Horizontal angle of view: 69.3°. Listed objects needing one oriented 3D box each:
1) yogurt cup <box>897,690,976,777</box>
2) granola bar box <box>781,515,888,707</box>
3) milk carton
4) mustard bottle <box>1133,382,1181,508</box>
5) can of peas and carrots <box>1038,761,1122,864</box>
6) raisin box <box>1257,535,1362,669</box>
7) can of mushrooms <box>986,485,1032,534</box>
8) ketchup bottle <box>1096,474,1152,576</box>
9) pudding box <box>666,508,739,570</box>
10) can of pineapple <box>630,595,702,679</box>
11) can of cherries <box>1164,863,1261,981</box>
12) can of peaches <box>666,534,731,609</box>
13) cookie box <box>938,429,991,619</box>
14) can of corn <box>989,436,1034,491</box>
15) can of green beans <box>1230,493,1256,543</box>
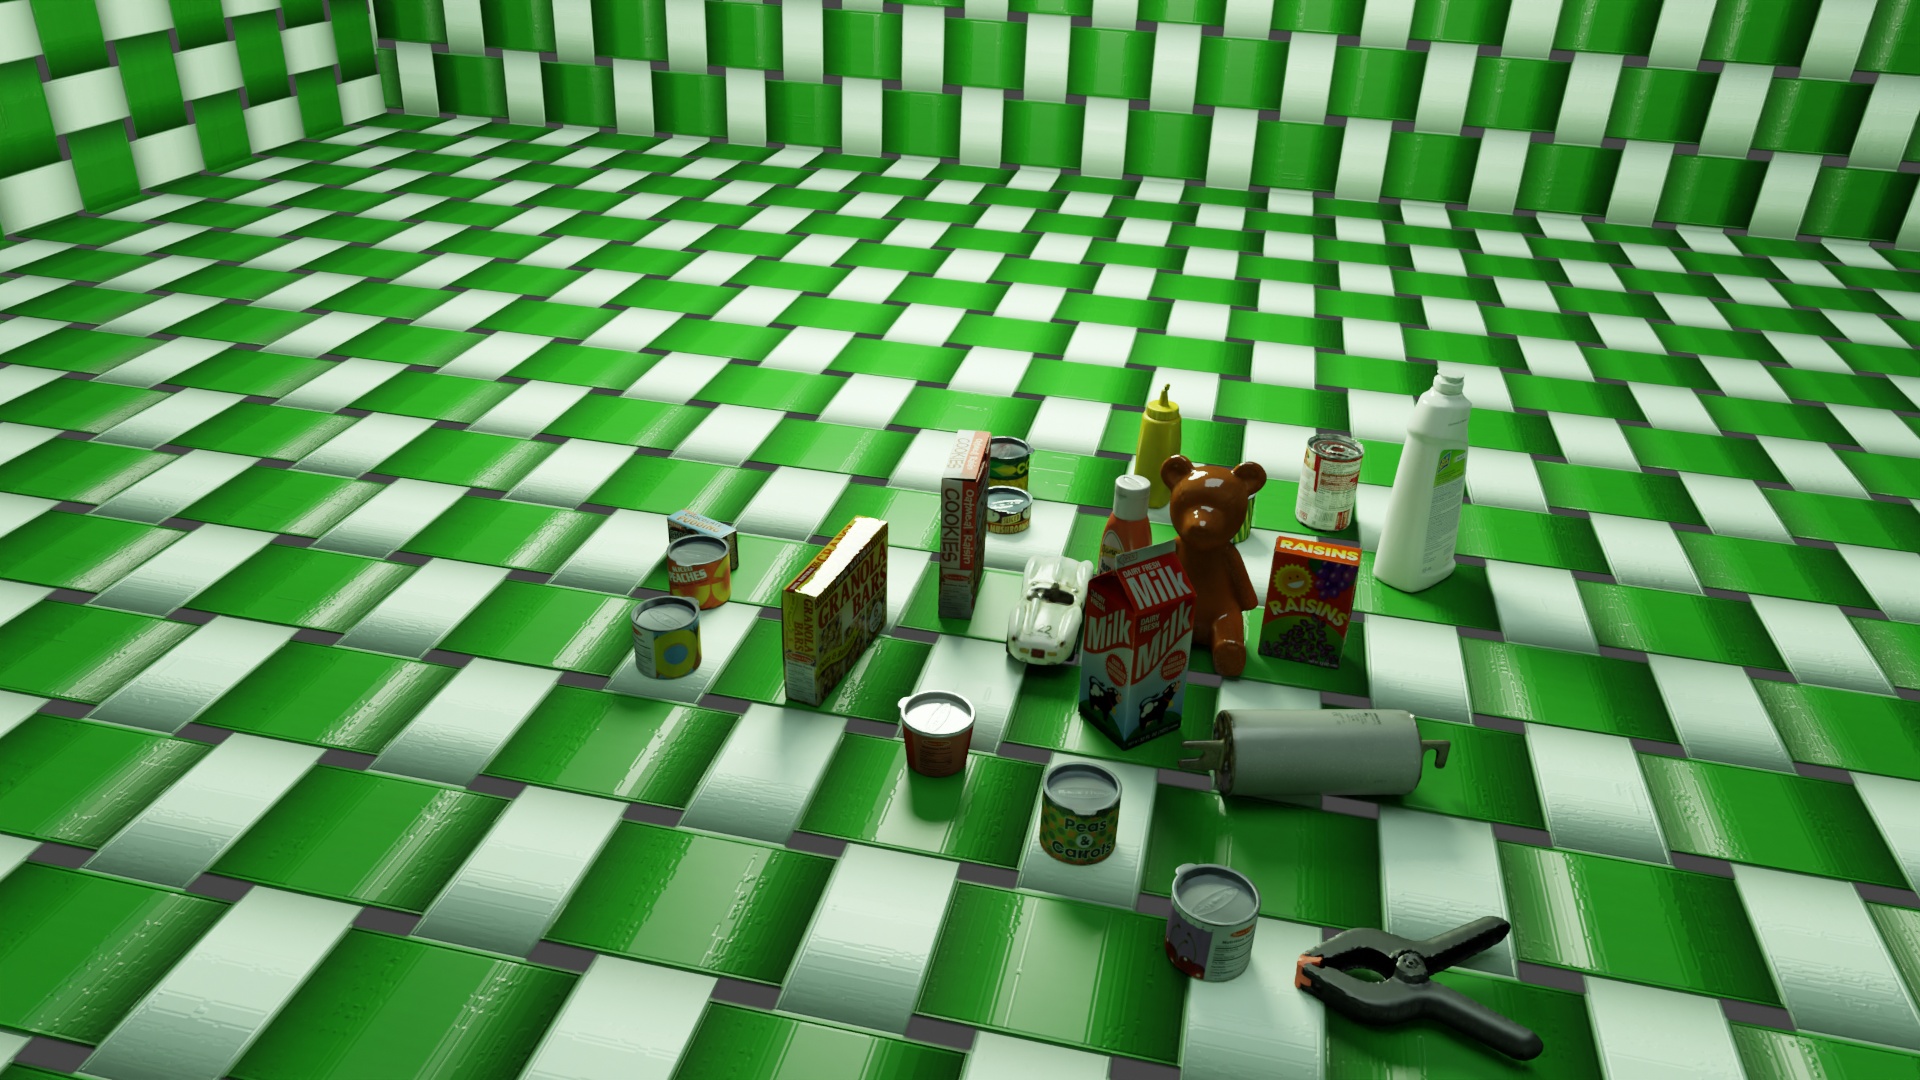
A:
[{"bbox_3d":[-0.021,0.175,1.247,0.072,0.053,0.073,2,28,-1],"label":"yogurt cup"},{"bbox_3d":[-0.122,0.066,1.366,0.039,0.123,0.166,12,30,17],"label":"granola bar box"},{"bbox_3d":[0.162,0.089,1.277,0.072,0.189,0.073,-15,33,-29],"label":"milk carton"},{"bbox_3d":[0.244,-0.121,1.701,0.049,0.159,0.065,15,31,22],"label":"mustard bottle"},{"bbox_3d":[0.100,0.228,1.154,0.071,0.058,0.071,2,28,-1],"label":"can of peas and carrots"},{"bbox_3d":[0.354,0.062,1.411,0.086,0.122,0.040,11,29,15],"label":"raisin box"},{"bbox_3d":[0.053,-0.036,1.661,0.071,0.033,0.071,2,28,-1],"label":"can of mushrooms"},{"bbox_3d":[0.178,0.003,1.479,0.044,0.148,0.065,-16,33,-31],"label":"ketchup bottle"},{"bbox_3d":[-0.287,0.001,1.551,0.084,0.049,0.030,21,33,30],"label":"pudding box"},{"bbox_3d":[-0.287,0.095,1.369,0.071,0.057,0.071,2,28,-1],"label":"can of pineapple"},{"bbox_3d":[0.189,0.287,1.052,0.071,0.058,0.072,2,28,-1],"label":"can of cherries"},{"bbox_3d":[-0.280,0.035,1.480,0.071,0.057,0.071,2,28,-1],"label":"can of peaches"},{"bbox_3d":[0.005,-0.019,1.487,0.040,0.166,0.123,5,28,6],"label":"cookie box"},{"bbox_3d":[0.056,-0.091,1.736,0.071,0.058,0.071,2,28,-1],"label":"can of corn"},{"bbox_3d":[0.316,-0.036,1.657,0.071,0.057,0.071,2,28,-1],"label":"can of green beans"}]
